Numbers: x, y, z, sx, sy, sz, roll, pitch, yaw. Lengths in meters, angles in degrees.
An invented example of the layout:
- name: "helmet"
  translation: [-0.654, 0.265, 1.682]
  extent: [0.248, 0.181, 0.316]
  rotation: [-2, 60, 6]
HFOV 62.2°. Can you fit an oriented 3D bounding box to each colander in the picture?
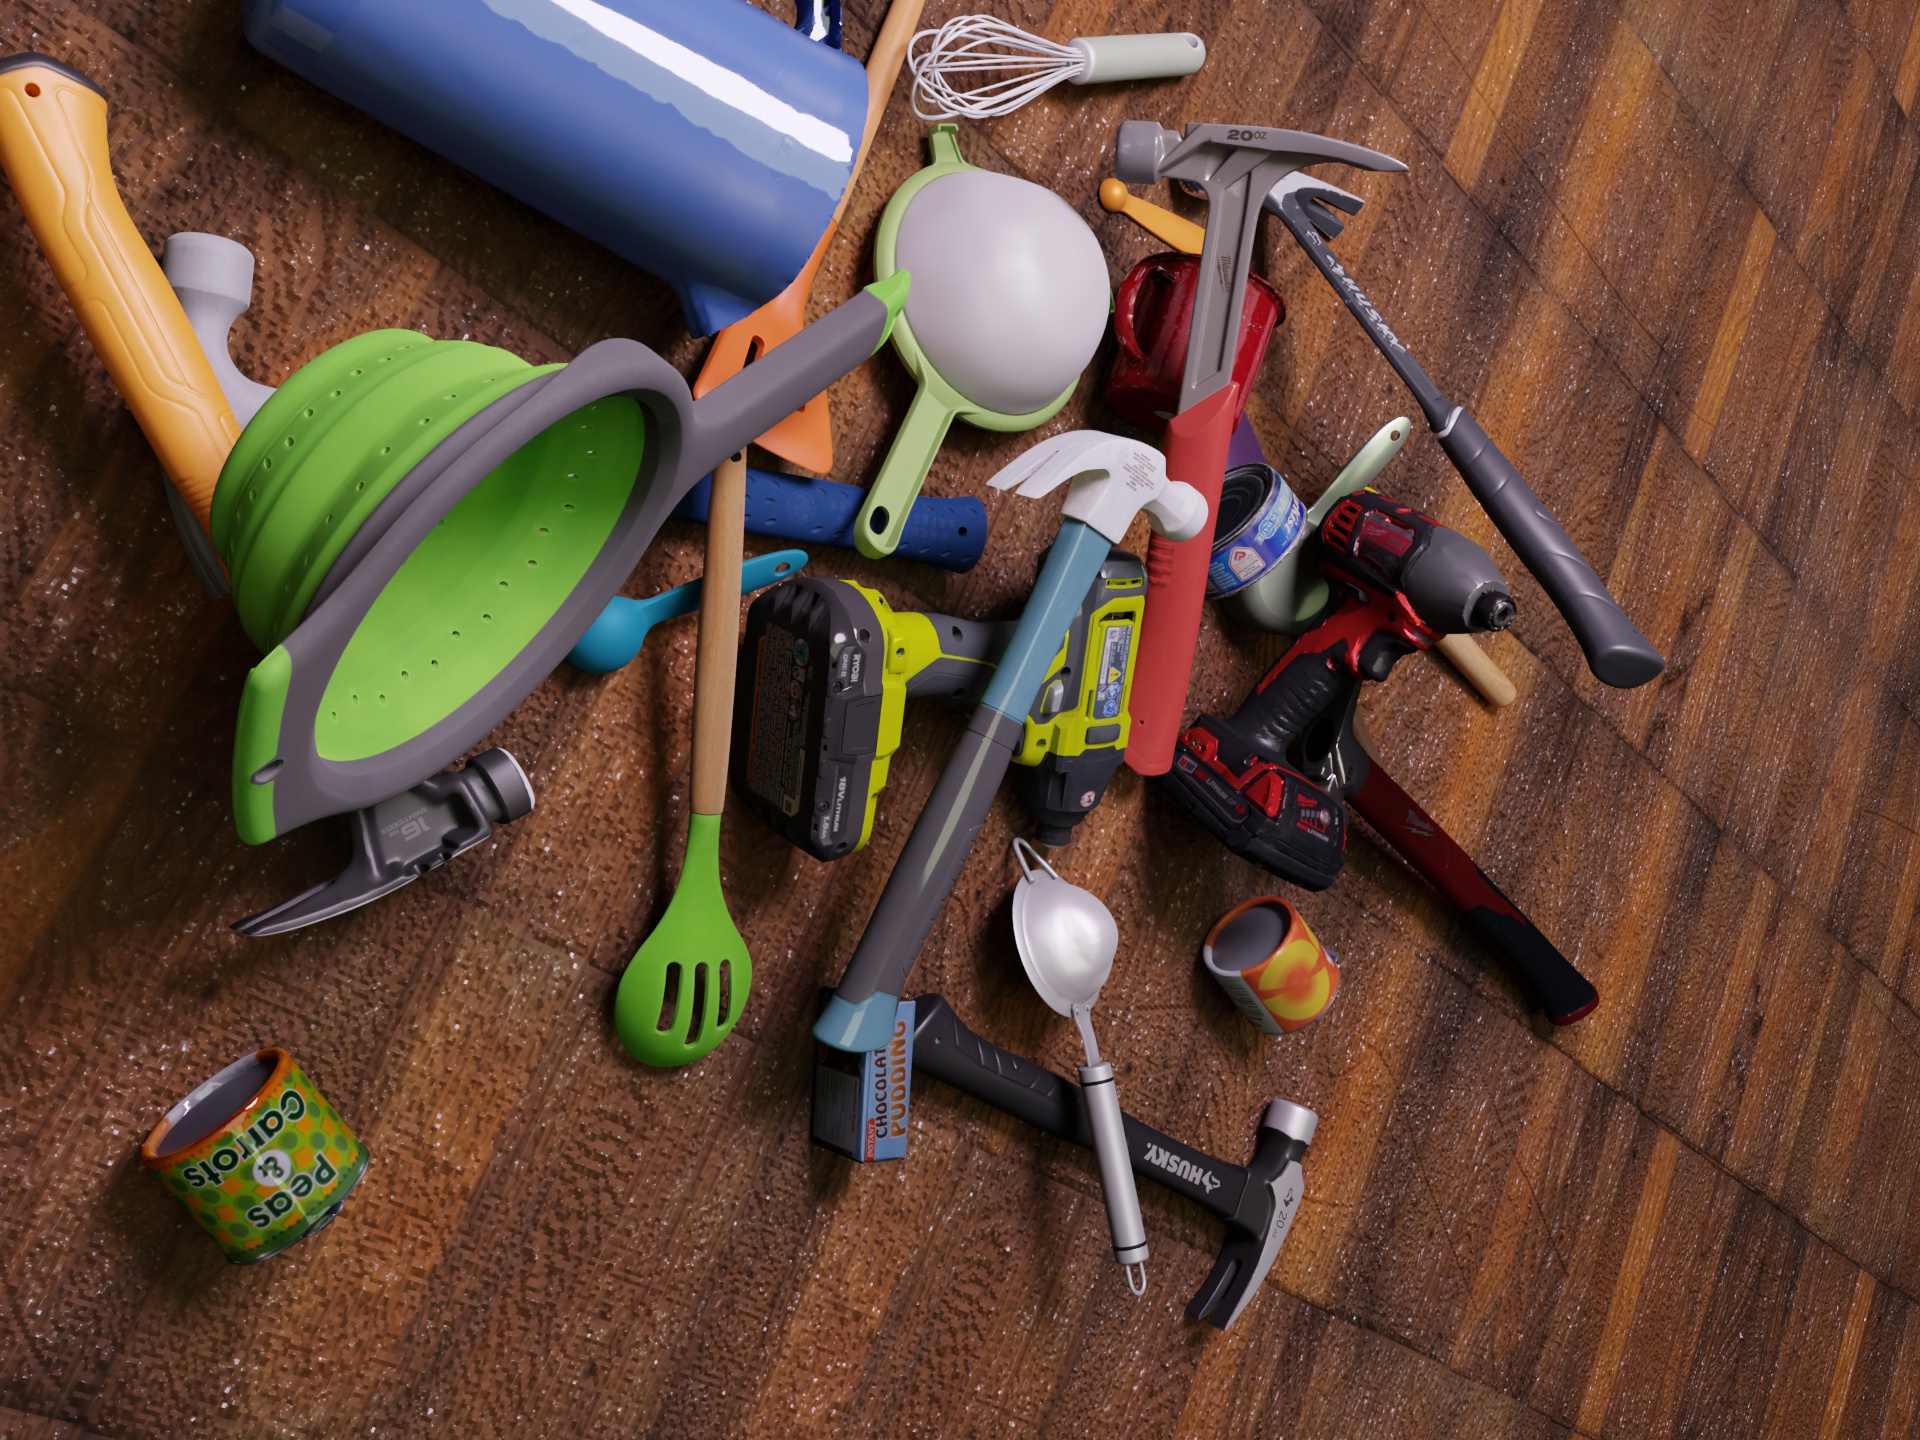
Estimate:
- name: "colander"
  translation: [-0.156, -0.117, 0.632]
  extent: [0.094, 0.204, 0.397]
  rotation: [39, 48, 5]

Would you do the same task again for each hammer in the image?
- name: "hammer"
  translation: [0.351, 0.098, 1.104]
  extent: [0.385, 0.038, 0.143]
  rotation: [39, 61, -35]
- name: "hammer"
  translation: [0.082, 0.245, 0.932]
  extent: [0.334, 0.035, 0.146]
  rotation: [33, 71, -31]
- name: "hammer"
  translation: [-0.159, -0.109, 0.752]
  extent: [0.405, 0.035, 0.144]
  rotation: [5, 87, -36]
- name: "hammer"
  translation: [0.277, -0.187, 0.932]
  extent: [0.149, 0.036, 0.409]
  rotation: [-5, 57, -43]
- name: "hammer"
  translation: [0.015, 0.010, 0.780]
  extent: [0.128, 0.033, 0.331]
  rotation: [28, 87, -47]
- name: "hammer"
  translation: [0.138, -0.138, 0.879]
  extent: [0.037, 0.149, 0.359]
  rotation: [-61, 159, -67]
- name: "hammer"
  translation: [-0.291, -0.083, 0.615]
  extent: [0.127, 0.034, 0.336]
  rotation: [-31, 108, -33]

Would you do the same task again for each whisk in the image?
- name: "whisk"
  translation: [0.321, -0.081, 1.095]
  extent: [0.244, 0.051, 0.047]
  rotation: [38, 64, -33]
- name: "whisk"
  translation: [0.061, -0.369, 0.894]
  extent: [0.246, 0.059, 0.058]
  rotation: [-25, 70, -41]

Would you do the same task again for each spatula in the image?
- name: "spatula"
  translation: [-0.058, -0.281, 0.820]
  extent: [0.081, 0.041, 0.323]
  rotation: [26, 75, -31]
- name: "spatula"
  translation: [0.211, -0.083, 1.030]
  extent: [0.060, 0.018, 0.315]
  rotation: [-37, 111, -18]

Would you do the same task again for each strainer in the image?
- name: "strainer"
  translation: [0.076, 0.188, 0.884]
  extent: [0.086, 0.050, 0.258]
  rotation: [-2, 79, -56]
- name: "strainer"
  translation: [0.013, -0.192, 0.830]
  extent: [0.151, 0.069, 0.256]
  rotation: [39, 58, -29]

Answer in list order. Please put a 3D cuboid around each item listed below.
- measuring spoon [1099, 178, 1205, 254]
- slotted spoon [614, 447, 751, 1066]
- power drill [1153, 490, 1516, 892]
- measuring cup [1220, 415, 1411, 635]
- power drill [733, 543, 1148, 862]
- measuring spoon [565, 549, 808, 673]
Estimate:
- name: "measuring spoon"
  translation: [0.131, -0.302, 0.972]
  extent: [0.116, 0.011, 0.021]
  rotation: [16, 82, -35]
- name: "slotted spoon"
  translation: [-0.121, 0.018, 0.755]
  extent: [0.070, 0.031, 0.313]
  rotation: [1, 99, -33]
- name: "power drill"
  translation: [0.221, -0.019, 0.925]
  extent: [0.078, 0.143, 0.219]
  rotation: [26, 101, -34]
- name: "measuring cup"
  translation: [0.232, -0.124, 0.994]
  extent: [0.083, 0.038, 0.167]
  rotation: [41, 92, -21]
- name: "power drill"
  translation: [-0.001, -0.003, 0.835]
  extent: [0.223, 0.080, 0.171]
  rotation: [-6, 112, -38]
- name: "measuring spoon"
  translation: [-0.127, -0.052, 0.758]
  extent: [0.128, 0.021, 0.042]
  rotation: [-23, 146, -19]
